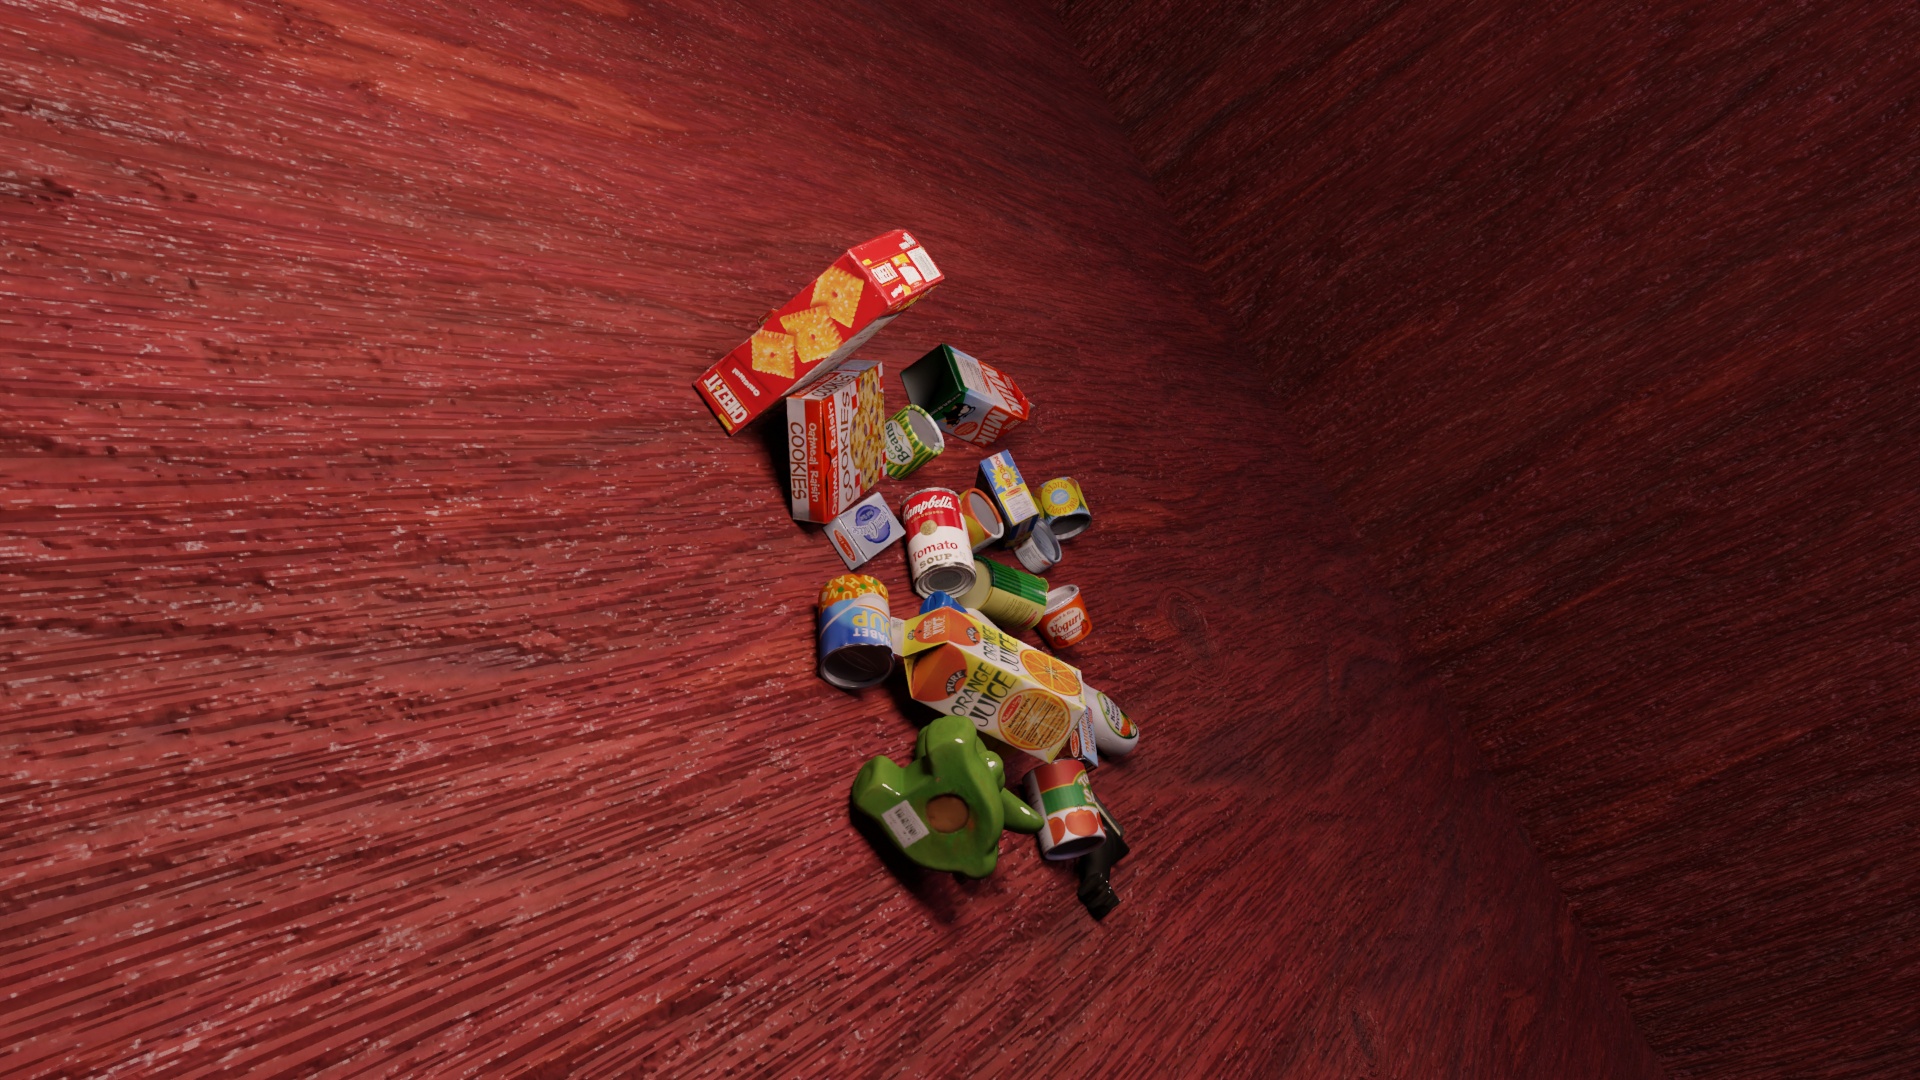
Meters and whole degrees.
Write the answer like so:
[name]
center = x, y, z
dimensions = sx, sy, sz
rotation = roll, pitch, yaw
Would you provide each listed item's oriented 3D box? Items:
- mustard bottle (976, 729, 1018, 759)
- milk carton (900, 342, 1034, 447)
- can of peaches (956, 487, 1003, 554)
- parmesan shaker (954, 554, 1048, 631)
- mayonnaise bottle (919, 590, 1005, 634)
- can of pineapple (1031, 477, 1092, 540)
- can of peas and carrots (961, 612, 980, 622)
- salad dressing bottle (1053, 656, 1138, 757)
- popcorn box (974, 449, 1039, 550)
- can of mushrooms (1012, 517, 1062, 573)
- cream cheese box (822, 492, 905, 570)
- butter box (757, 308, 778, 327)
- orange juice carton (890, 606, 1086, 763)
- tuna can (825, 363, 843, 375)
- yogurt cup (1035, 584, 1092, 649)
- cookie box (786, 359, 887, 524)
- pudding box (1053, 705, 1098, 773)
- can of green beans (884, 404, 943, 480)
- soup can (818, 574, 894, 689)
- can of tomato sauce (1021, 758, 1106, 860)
[mustard bottle]
center = 0.051, 0.185, 1.420
dimensions = 0.065, 0.048, 0.160
rotation = 56, 24, 14
[milk carton]
center = 0.017, -0.174, 1.738
dimensions = 0.190, 0.072, 0.073
rotation = 16, 48, -53
[can of peaches]
center = 0.006, -0.020, 1.560
dimensions = 0.071, 0.058, 0.071
rotation = 42, 30, -31
[parmesan shaker]
center = 0.042, 0.056, 1.524
dimensions = 0.103, 0.071, 0.071
rotation = 23, 42, -50
[mayonnaise bottle]
center = 0.019, 0.108, 1.462
dimensions = 0.148, 0.041, 0.065
rotation = 41, 29, -29
[can of pineapple]
center = 0.130, -0.041, 1.793
dimensions = 0.071, 0.071, 0.058
rotation = 22, 42, -51
[can of peas and carrots]
center = -0.007, 0.113, 1.389
dimensions = 0.071, 0.058, 0.071
rotation = 42, 29, -30
[salad dressing bottle]
center = 0.144, 0.190, 1.586
dimensions = 0.147, 0.044, 0.064
rotation = 44, 27, -27
[popcorn box]
center = 0.053, -0.046, 1.624
dimensions = 0.085, 0.038, 0.126
rotation = 63, -9, 11
[can of mushrooms]
center = 0.093, 0.004, 1.716
dimensions = 0.071, 0.033, 0.071
rotation = 41, 30, -30
[cream cheese box]
center = -0.096, -0.011, 1.408
dimensions = 0.053, 0.024, 0.104
rotation = 57, 25, -3
[butter box]
center = -0.173, -0.218, 1.506
dimensions = 0.103, 0.024, 0.053
rotation = -2, 62, -61
[orange juice carton]
center = 0.018, 0.128, 1.316
dimensions = 0.193, 0.072, 0.072
rotation = 27, 21, -11
[tuna can]
center = -0.127, -0.153, 1.503
dimensions = 0.071, 0.032, 0.071
rotation = 41, 30, -30
[yogurt cup]
center = 0.119, 0.091, 1.632
dimensions = 0.054, 0.072, 0.073
rotation = 61, 24, -12
[cookie box]
center = -0.120, -0.101, 1.379
dimensions = 0.168, 0.040, 0.122
rotation = -48, 140, -64
[pudding box]
center = 0.118, 0.218, 1.503
dimensions = 0.030, 0.049, 0.084
rotation = 40, 30, -30
[can of green beans]
center = -0.060, -0.110, 1.544
dimensions = 0.071, 0.057, 0.071
rotation = 42, 30, -30
[soup can]
center = -0.093, 0.081, 1.256
dimensions = 0.071, 0.071, 0.084
rotation = 36, 33, -38
[can of tomato sauce]
center = 0.106, 0.270, 1.398
dimensions = 0.071, 0.071, 0.083
rotation = 25, 41, -49
